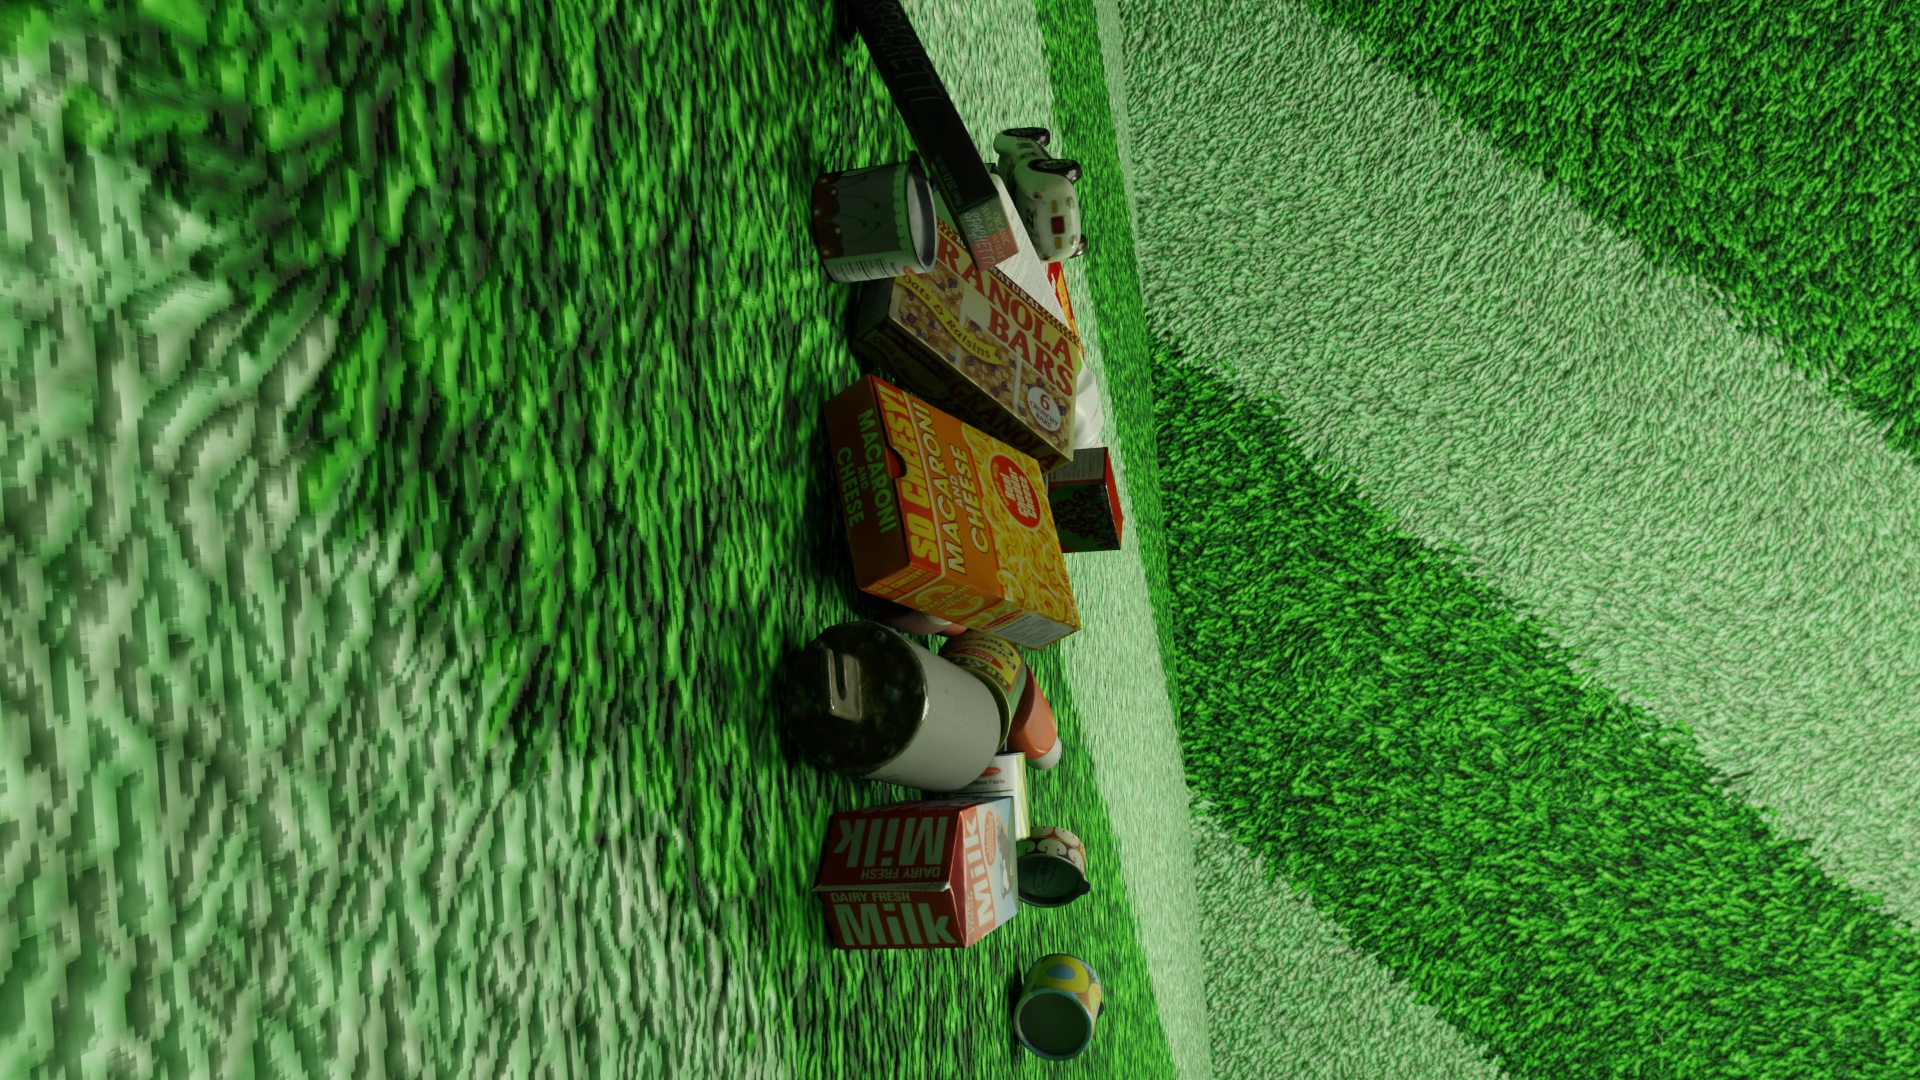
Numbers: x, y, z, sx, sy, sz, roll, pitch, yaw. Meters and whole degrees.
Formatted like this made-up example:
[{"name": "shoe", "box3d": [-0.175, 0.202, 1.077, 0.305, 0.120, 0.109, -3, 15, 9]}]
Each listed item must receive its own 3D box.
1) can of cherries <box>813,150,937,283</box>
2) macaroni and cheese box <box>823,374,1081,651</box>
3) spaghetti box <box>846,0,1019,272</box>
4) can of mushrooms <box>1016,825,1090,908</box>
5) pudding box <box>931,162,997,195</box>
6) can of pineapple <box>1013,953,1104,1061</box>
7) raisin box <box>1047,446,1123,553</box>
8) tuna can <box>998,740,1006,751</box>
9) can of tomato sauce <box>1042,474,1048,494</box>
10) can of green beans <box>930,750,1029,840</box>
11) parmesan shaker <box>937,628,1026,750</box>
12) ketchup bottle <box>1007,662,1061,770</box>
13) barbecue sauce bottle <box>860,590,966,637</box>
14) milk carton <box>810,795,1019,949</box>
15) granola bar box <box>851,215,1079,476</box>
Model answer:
[{"name": "can of cherries", "box3d": [-0.050, -0.191, 0.823, 0.071, 0.058, 0.071, -7, 91, -76]}, {"name": "macaroni and cheese box", "box3d": [-0.002, -0.013, 0.813, 0.166, 0.040, 0.124, 23, 46, -49]}, {"name": "spaghetti box", "box3d": [-0.023, -0.265, 0.841, 0.050, 0.029, 0.251, 63, 4, -56]}, {"name": "can of mushrooms", "box3d": [0.072, 0.268, 1.139, 0.034, 0.071, 0.070, -79, 160, -54]}, {"name": "pudding box", "box3d": [0.002, -0.264, 1.086, 0.084, 0.050, 0.030, -81, 166, -49]}, {"name": "can of pineapple", "box3d": [0.082, 0.383, 1.139, 0.058, 0.071, 0.071, -44, 127, -73]}, {"name": "raisin box", "box3d": [0.060, -0.029, 1.085, 0.085, 0.123, 0.040, 69, 22, -49]}, {"name": "tuna can", "box3d": [0.011, 0.138, 1.013, 0.071, 0.033, 0.071, -7, 91, -77]}, {"name": "can of tomato sauce", "box3d": [0.016, -0.055, 0.995, 0.071, 0.083, 0.071, -7, 92, -77]}, {"name": "can of green beans", "box3d": [0.013, 0.172, 0.934, 0.071, 0.071, 0.058, 25, 61, -75]}, {"name": "parmesan shaker", "box3d": [0.004, 0.100, 0.924, 0.103, 0.071, 0.071, -53, 136, -76]}, {"name": "ketchup bottle", "box3d": [0.056, 0.155, 1.173, 0.148, 0.043, 0.065, 62, 27, -59]}, {"name": "barbecue sauce bottle", "box3d": [-0.024, 0.032, 0.880, 0.148, 0.043, 0.065, 46, 34, -71]}, {"name": "milk carton", "box3d": [-0.020, 0.184, 0.776, 0.190, 0.072, 0.073, 29, 58, -74]}, {"name": "granola bar box", "box3d": [0.008, -0.131, 0.916, 0.165, 0.039, 0.125, 35, 42, -30]}]
